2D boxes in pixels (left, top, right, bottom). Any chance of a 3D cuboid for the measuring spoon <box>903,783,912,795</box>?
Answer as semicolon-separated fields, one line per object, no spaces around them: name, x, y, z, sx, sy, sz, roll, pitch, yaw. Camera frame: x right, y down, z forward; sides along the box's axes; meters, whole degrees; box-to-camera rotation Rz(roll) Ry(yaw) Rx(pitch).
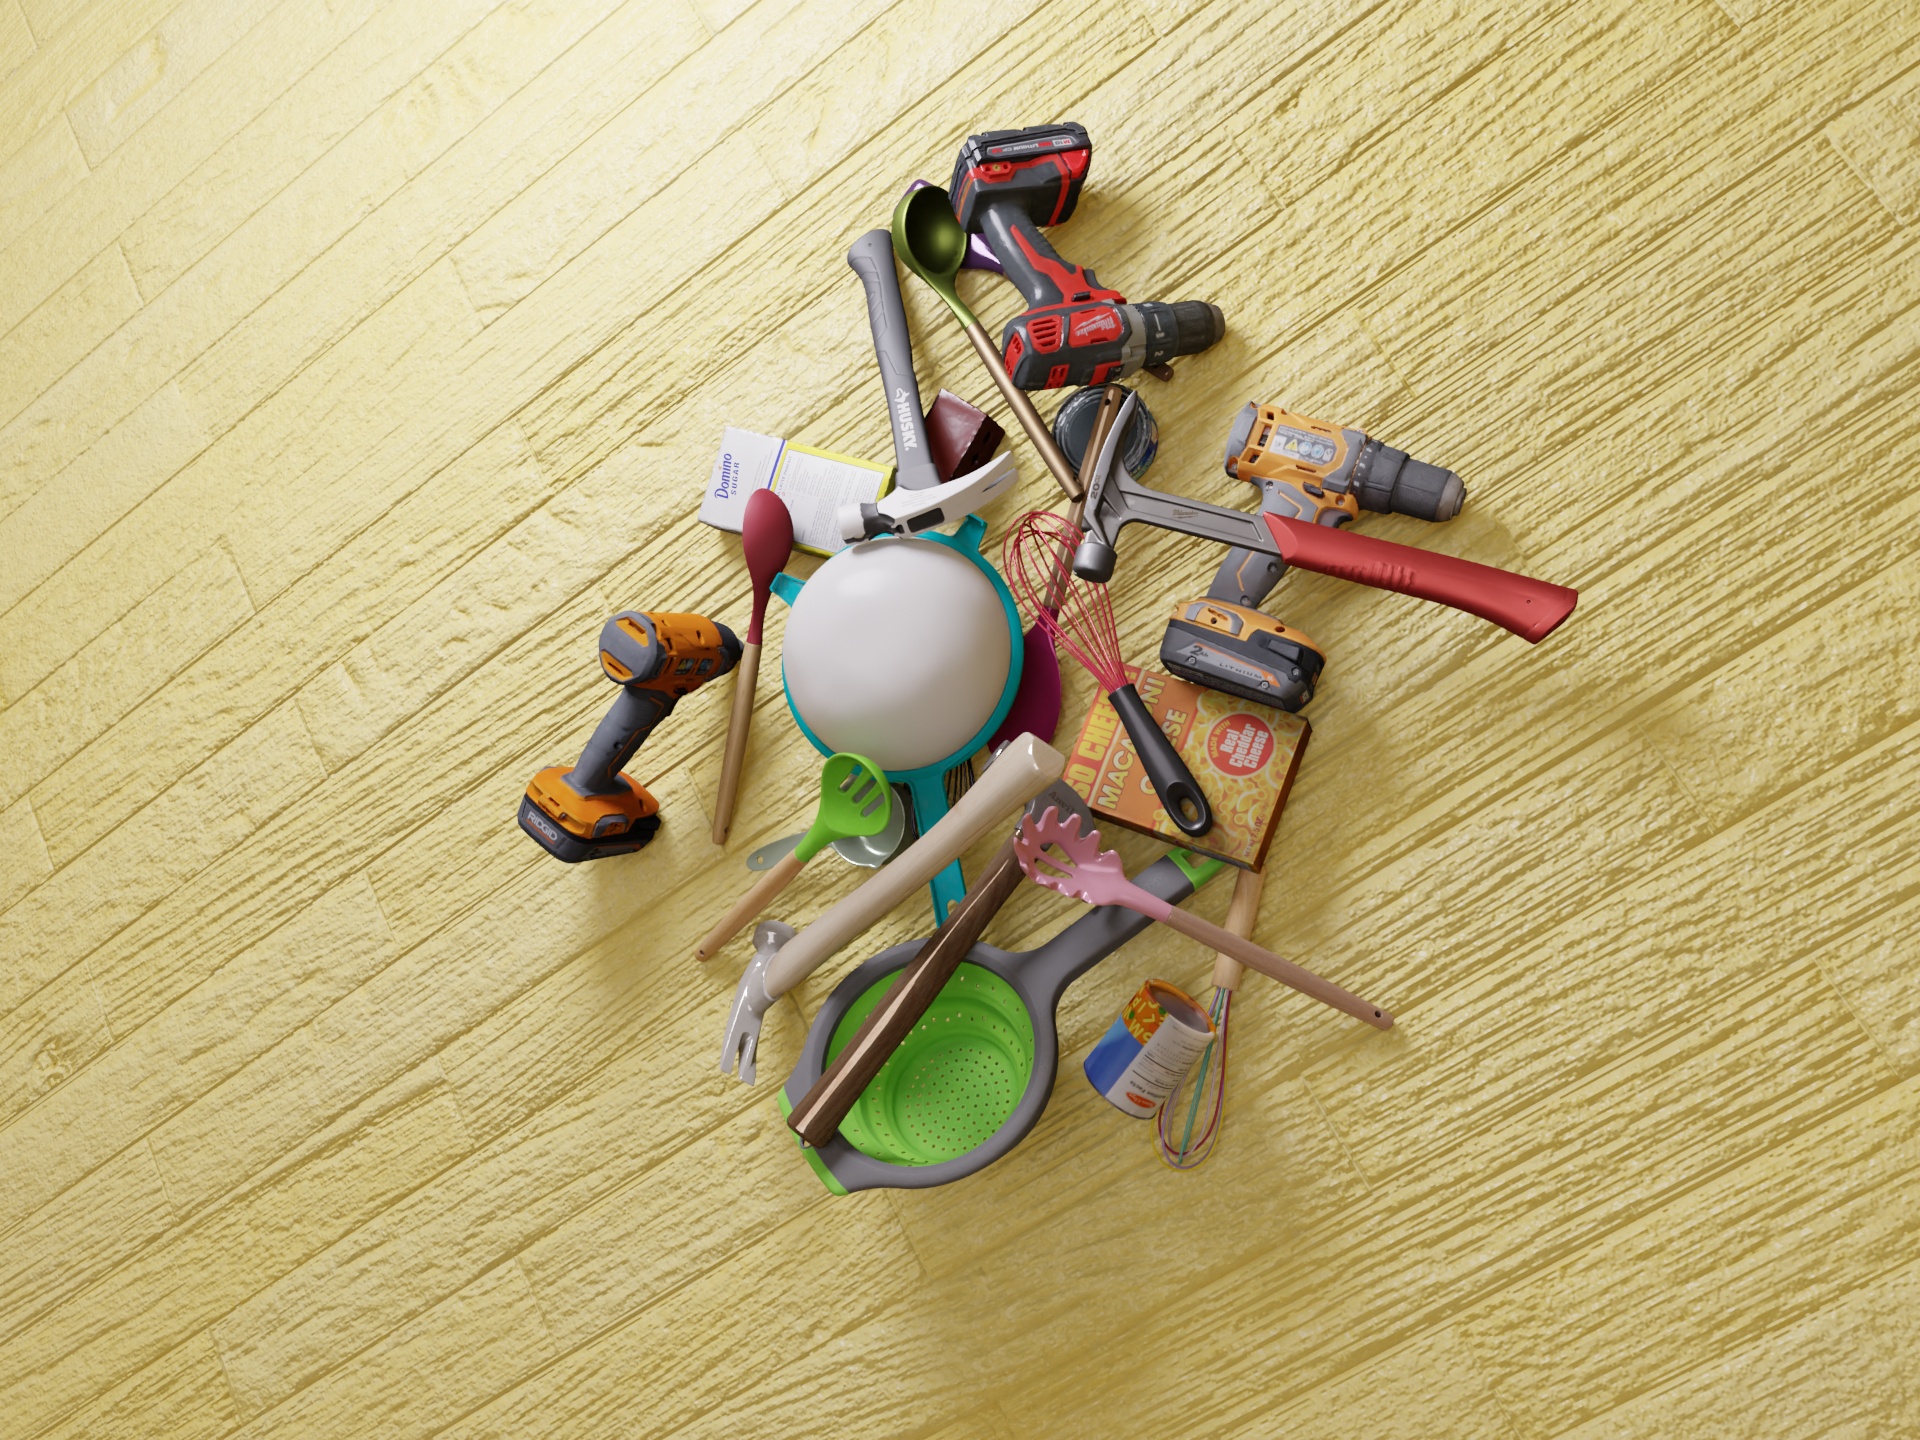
measuring spoon;-0.035;0.021;1.351;0.034;0.018;0.124;8;86;21

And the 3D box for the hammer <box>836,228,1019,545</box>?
hammer;-0.047;-0.295;1.338;0.146;0.035;0.335;-14;57;6

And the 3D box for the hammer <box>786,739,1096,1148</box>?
hammer;-0.014;0.182;1.207;0.130;0.031;0.331;38;81;-4

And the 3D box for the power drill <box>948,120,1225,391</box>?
power drill;0.101;-0.378;1.309;0.188;0.080;0.227;-13;69;-17

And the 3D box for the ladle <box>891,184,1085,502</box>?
ladle;0.030;-0.316;1.325;0.062;0.078;0.320;-45;64;37

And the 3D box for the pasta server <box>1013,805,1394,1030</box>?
pasta server;0.182;0.155;1.188;0.316;0.040;0.060;26;67;1

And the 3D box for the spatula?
spatula;0.059;-0.376;1.376;0.316;0.018;0.060;39;99;22

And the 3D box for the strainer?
strainer;-0.049;0.002;1.256;0.211;0.095;0.340;-15;77;16

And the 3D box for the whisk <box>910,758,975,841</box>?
whisk;-0.001;-0.004;1.329;0.055;0.055;0.239;4;79;21

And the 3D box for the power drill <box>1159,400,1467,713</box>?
power drill;0.270;-0.122;1.231;0.185;0.084;0.226;20;85;20

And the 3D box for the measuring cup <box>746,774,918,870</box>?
measuring cup;-0.109;0.100;1.361;0.167;0.038;0.083;-21;76;26

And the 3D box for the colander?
colander;0.051;0.233;1.256;0.397;0.094;0.205;-35;51;-7

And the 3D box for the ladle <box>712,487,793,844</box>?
ladle;-0.184;-0.042;1.375;0.031;0.069;0.315;17;103;25

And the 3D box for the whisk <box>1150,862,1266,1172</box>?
whisk;0.194;0.226;1.224;0.047;0.051;0.245;12;83;27

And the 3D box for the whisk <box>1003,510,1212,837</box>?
whisk;0.116;-0.039;1.236;0.073;0.073;0.296;-32;74;13

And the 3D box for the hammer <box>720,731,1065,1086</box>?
hammer;-0.060;0.137;1.197;0.410;0.038;0.146;-42;26;40

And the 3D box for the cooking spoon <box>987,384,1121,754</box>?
cooking spoon;0.082;-0.117;1.306;0.069;0.017;0.319;19;99;26

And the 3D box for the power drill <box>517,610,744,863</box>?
power drill;-0.275;0.007;1.382;0.084;0.164;0.226;36;108;21

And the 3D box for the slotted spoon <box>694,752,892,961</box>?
slotted spoon;-0.143;0.120;1.301;0.070;0.031;0.313;50;129;6

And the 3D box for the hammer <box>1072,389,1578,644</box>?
hammer;0.271;-0.135;1.176;0.359;0.036;0.149;16;80;12
